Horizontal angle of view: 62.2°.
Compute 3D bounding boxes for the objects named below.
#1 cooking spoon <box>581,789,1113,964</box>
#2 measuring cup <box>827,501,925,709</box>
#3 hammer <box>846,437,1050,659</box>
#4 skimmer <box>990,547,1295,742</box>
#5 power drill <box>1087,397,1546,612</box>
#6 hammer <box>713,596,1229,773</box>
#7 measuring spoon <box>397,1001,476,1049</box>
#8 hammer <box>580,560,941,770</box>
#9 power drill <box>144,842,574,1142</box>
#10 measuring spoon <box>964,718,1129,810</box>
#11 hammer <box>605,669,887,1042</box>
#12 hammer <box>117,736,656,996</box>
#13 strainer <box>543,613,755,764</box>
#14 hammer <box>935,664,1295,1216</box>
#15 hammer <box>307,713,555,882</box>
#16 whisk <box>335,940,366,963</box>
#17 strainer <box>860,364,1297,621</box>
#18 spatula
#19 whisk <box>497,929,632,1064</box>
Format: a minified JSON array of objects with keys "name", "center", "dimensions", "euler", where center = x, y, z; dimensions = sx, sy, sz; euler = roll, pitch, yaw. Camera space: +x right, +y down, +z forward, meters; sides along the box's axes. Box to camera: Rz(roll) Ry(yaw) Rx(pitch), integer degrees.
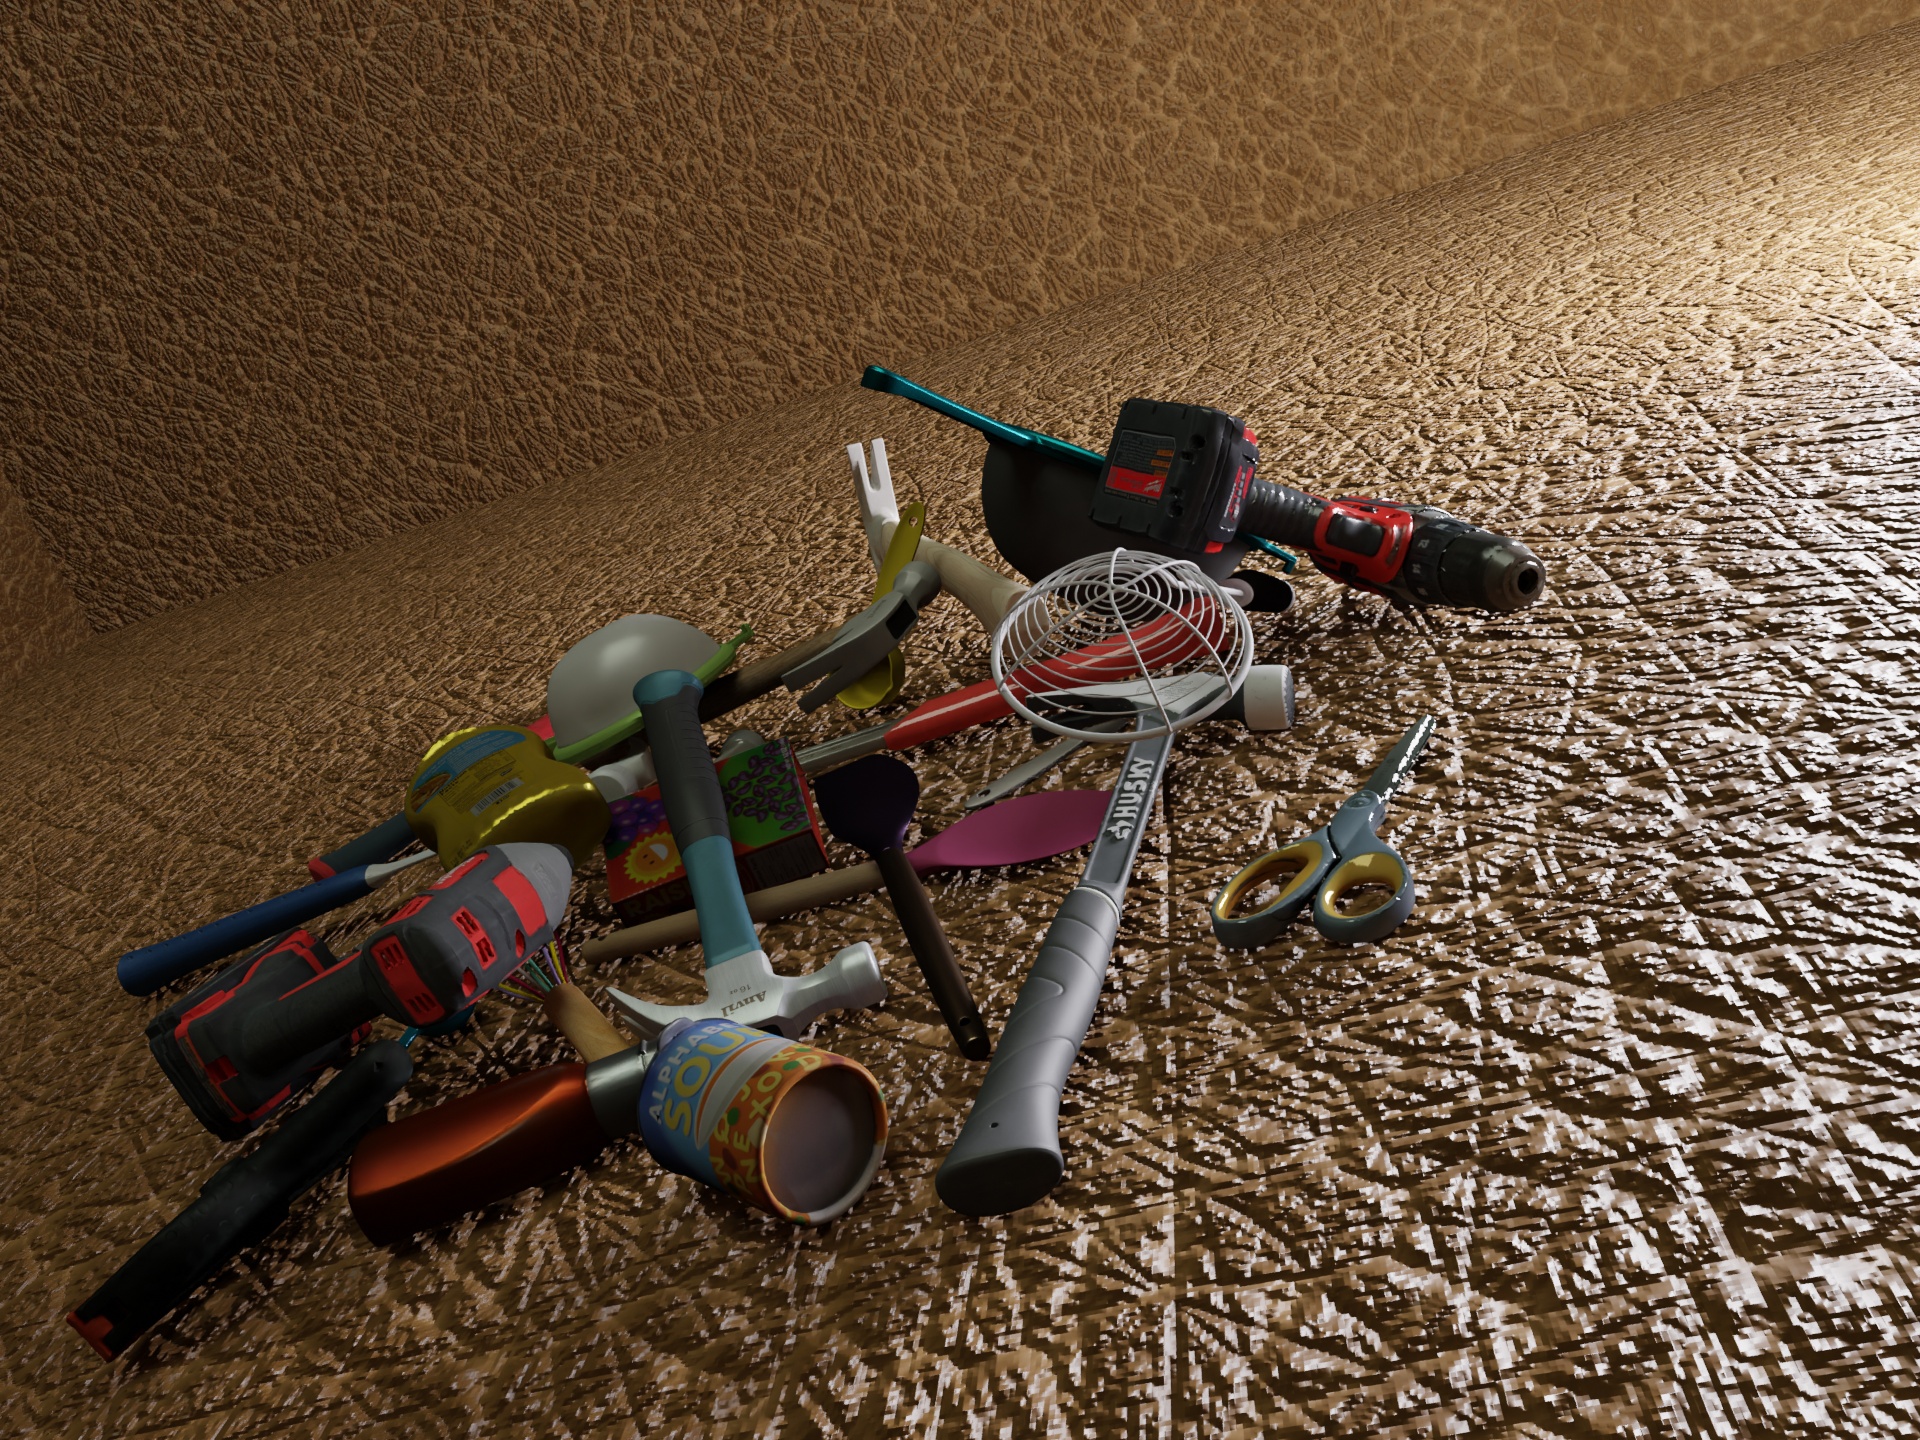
[{"name":"cooking spoon","center":[-0.064,0.090,0.876],"dimensions":[0.319,0.017,0.069],"euler":[-16,25,12]},{"name":"measuring cup","center":[-0.049,-0.082,1.142],"dimensions":[0.062,0.156,0.029],"euler":[26,13,27]},{"name":"hammer","center":[-0.016,-0.122,1.170],"dimensions":[0.038,0.146,0.411],"euler":[-16,17,-12]},{"name":"skimmer","center":[0.131,-0.044,0.892],"dimensions":[0.127,0.090,0.363],"euler":[13,8,23]},{"name":"power drill","center":[0.210,-0.116,0.933],"dimensions":[0.226,0.080,0.188],"euler":[14,9,-23]},{"name":"hammer","center":[-0.002,-0.003,1.033],"dimensions":[0.359,0.036,0.149],"euler":[-18,20,8]},{"name":"measuring spoon","center":[-0.302,0.189,0.863],"dimensions":[0.042,0.021,0.129],"euler":[-25,23,37]},{"name":"hammer","center":[-0.164,-0.020,1.141],"dimensions":[0.331,0.031,0.130],"euler":[-21,22,36]},{"name":"power drill","center":[-0.305,0.131,0.839],"dimensions":[0.219,0.078,0.143],"euler":[-26,10,24]},{"name":"measuring spoon","center":[0.050,0.018,0.953],"dimensions":[0.124,0.018,0.034],"euler":[-31,22,-25]},{"name":"hammer","center":[-0.140,0.064,0.875],"dimensions":[0.128,0.033,0.331],"euler":[-22,36,-5]},{"name":"hammer","center":[-0.395,0.104,1.106],"dimensions":[0.405,0.035,0.144],"euler":[-22,9,7]},{"name":"strainer","center":[-0.282,-0.018,1.158],"dimensions":[0.256,0.069,0.151],"euler":[-22,16,29]},{"name":"hammer","center":[0.061,0.076,0.747],"dimensions":[0.149,0.036,0.409],"euler":[-2,27,20]},{"name":"hammer","center":[-0.358,0.031,1.291],"dimensions":[0.143,0.038,0.386],"euler":[-4,26,35]},{"name":"whisk","center":[-0.371,0.150,0.987],"dimensions":[0.055,0.055,0.239],"euler":[1,25,46]},{"name":"strainer","center":[0.052,-0.137,1.058],"dimensions":[0.340,0.095,0.211],"euler":[16,9,-43]},{"name":"spatula","center":[-0.029,0.082,0.822],"dimensions":[0.060,0.018,0.316],"euler":[-23,25,-4]},{"name":"whisk","center":[-0.221,0.142,0.863],"dimensions":[0.047,0.051,0.245],"euler":[-23,22,-25]}]
